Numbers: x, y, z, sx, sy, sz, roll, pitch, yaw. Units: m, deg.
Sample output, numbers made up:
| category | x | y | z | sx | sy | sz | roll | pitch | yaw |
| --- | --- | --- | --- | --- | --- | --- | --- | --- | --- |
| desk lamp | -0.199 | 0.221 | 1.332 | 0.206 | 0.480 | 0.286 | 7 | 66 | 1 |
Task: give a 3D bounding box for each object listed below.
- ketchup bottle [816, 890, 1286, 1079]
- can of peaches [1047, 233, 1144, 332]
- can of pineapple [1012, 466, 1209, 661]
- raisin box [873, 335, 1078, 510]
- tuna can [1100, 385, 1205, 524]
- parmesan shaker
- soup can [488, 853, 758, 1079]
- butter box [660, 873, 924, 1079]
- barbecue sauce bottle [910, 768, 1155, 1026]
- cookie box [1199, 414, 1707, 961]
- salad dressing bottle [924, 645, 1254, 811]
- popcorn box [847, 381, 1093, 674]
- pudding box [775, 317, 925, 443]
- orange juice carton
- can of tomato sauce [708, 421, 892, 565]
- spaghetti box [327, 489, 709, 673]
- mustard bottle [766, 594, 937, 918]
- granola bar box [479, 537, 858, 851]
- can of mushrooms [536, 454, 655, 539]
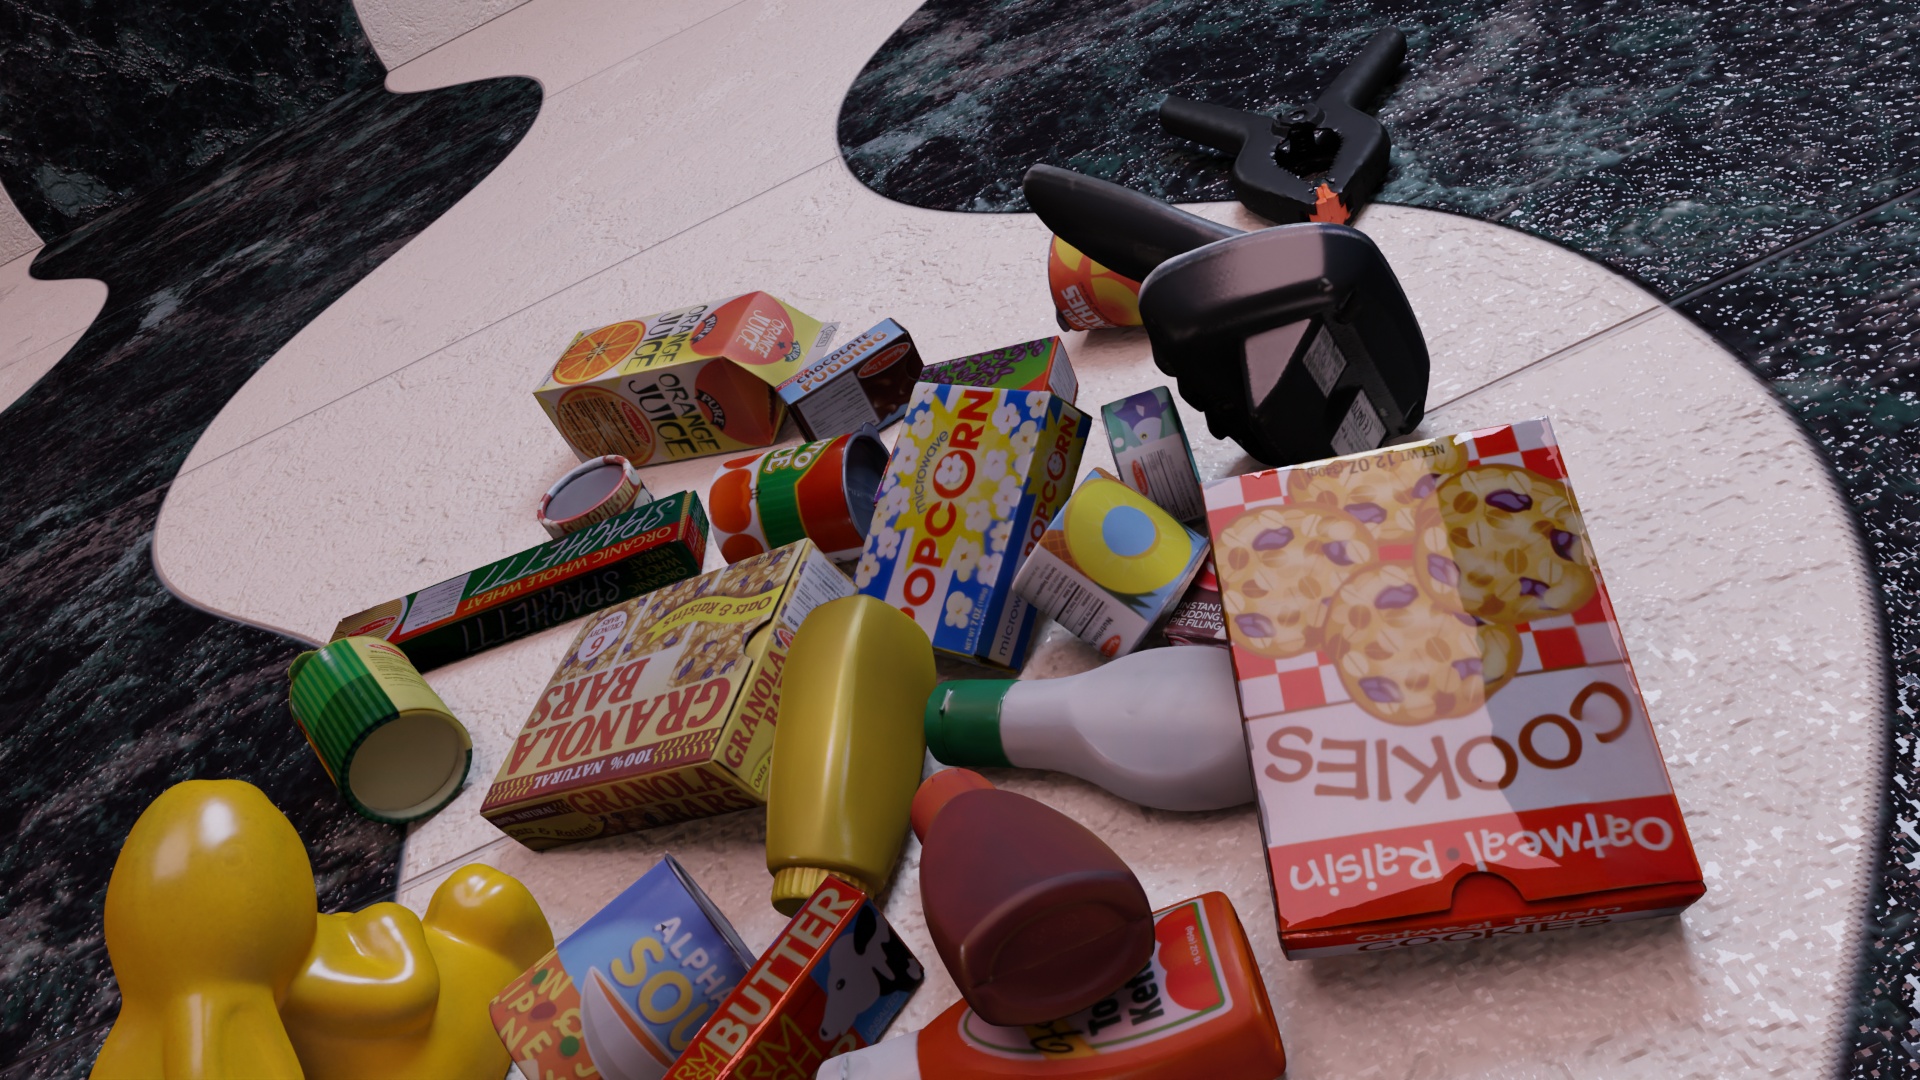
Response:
| category | x | y | z | sx | sy | sz | roll | pitch | yaw |
| --- | --- | --- | --- | --- | --- | --- | --- | --- | --- |
| ketchup bottle | 0.027 | 0.166 | 0.453 | 0.149 | 0.043 | 0.065 | -22 | 26 | 9 |
| can of peaches | 0.090 | -0.153 | 0.796 | 0.058 | 0.071 | 0.071 | 0 | 44 | 33 |
| can of pineapple | 0.064 | 0.010 | 0.589 | 0.058 | 0.070 | 0.071 | 35 | 60 | 7 |
| raisin box | 0.011 | -0.053 | 0.743 | 0.086 | 0.040 | 0.124 | -9 | 40 | 23 |
| tuna can | 0.091 | -0.038 | 0.650 | 0.033 | 0.070 | 0.071 | -18 | 36 | 12 |
| parmesan shaker | -0.310 | 0.098 | 0.735 | 0.071 | 0.071 | 0.103 | -41 | 38 | -18 |
| soup can | -0.122 | 0.172 | 0.523 | 0.084 | 0.071 | 0.071 | -39 | 37 | -15 |
| butter box | -0.060 | 0.175 | 0.491 | 0.024 | 0.053 | 0.104 | 12 | 51 | 45 |
| barbecue sauce bottle | 0.014 | 0.115 | 0.484 | 0.065 | 0.043 | 0.148 | -20 | 10 | -10 |
| cookie box | 0.155 | 0.047 | 0.465 | 0.123 | 0.040 | 0.168 | -11 | 59 | 12 |
| salad dressing bottle | 0.056 | 0.073 | 0.552 | 0.147 | 0.044 | 0.064 | -3 | 52 | 32 |
| popcorn box | 0.002 | -0.008 | 0.647 | 0.085 | 0.038 | 0.127 | 10 | 78 | 41 |
| pudding box | -0.061 | -0.089 | 0.827 | 0.084 | 0.049 | 0.030 | -33 | 37 | -6 |
| orange juice carton | -0.169 | -0.103 | 0.896 | 0.192 | 0.072 | 0.072 | -7 | 40 | 26 |
| can of tomato sauce | -0.082 | -0.020 | 0.737 | 0.083 | 0.071 | 0.071 | -11 | 38 | 23 |
| spaghetti box | -0.265 | 0.033 | 0.824 | 0.250 | 0.028 | 0.050 | -19 | 36 | 12 |
| mustard bottle | -0.049 | 0.102 | 0.564 | 0.048 | 0.065 | 0.161 | -17 | 50 | 35 |
| granola bar box | -0.137 | 0.073 | 0.646 | 0.165 | 0.039 | 0.125 | -18 | 38 | 36 |
| can of mushrooms | -0.225 | -0.020 | 0.861 | 0.071 | 0.033 | 0.071 | -17 | 36 | 13 |
